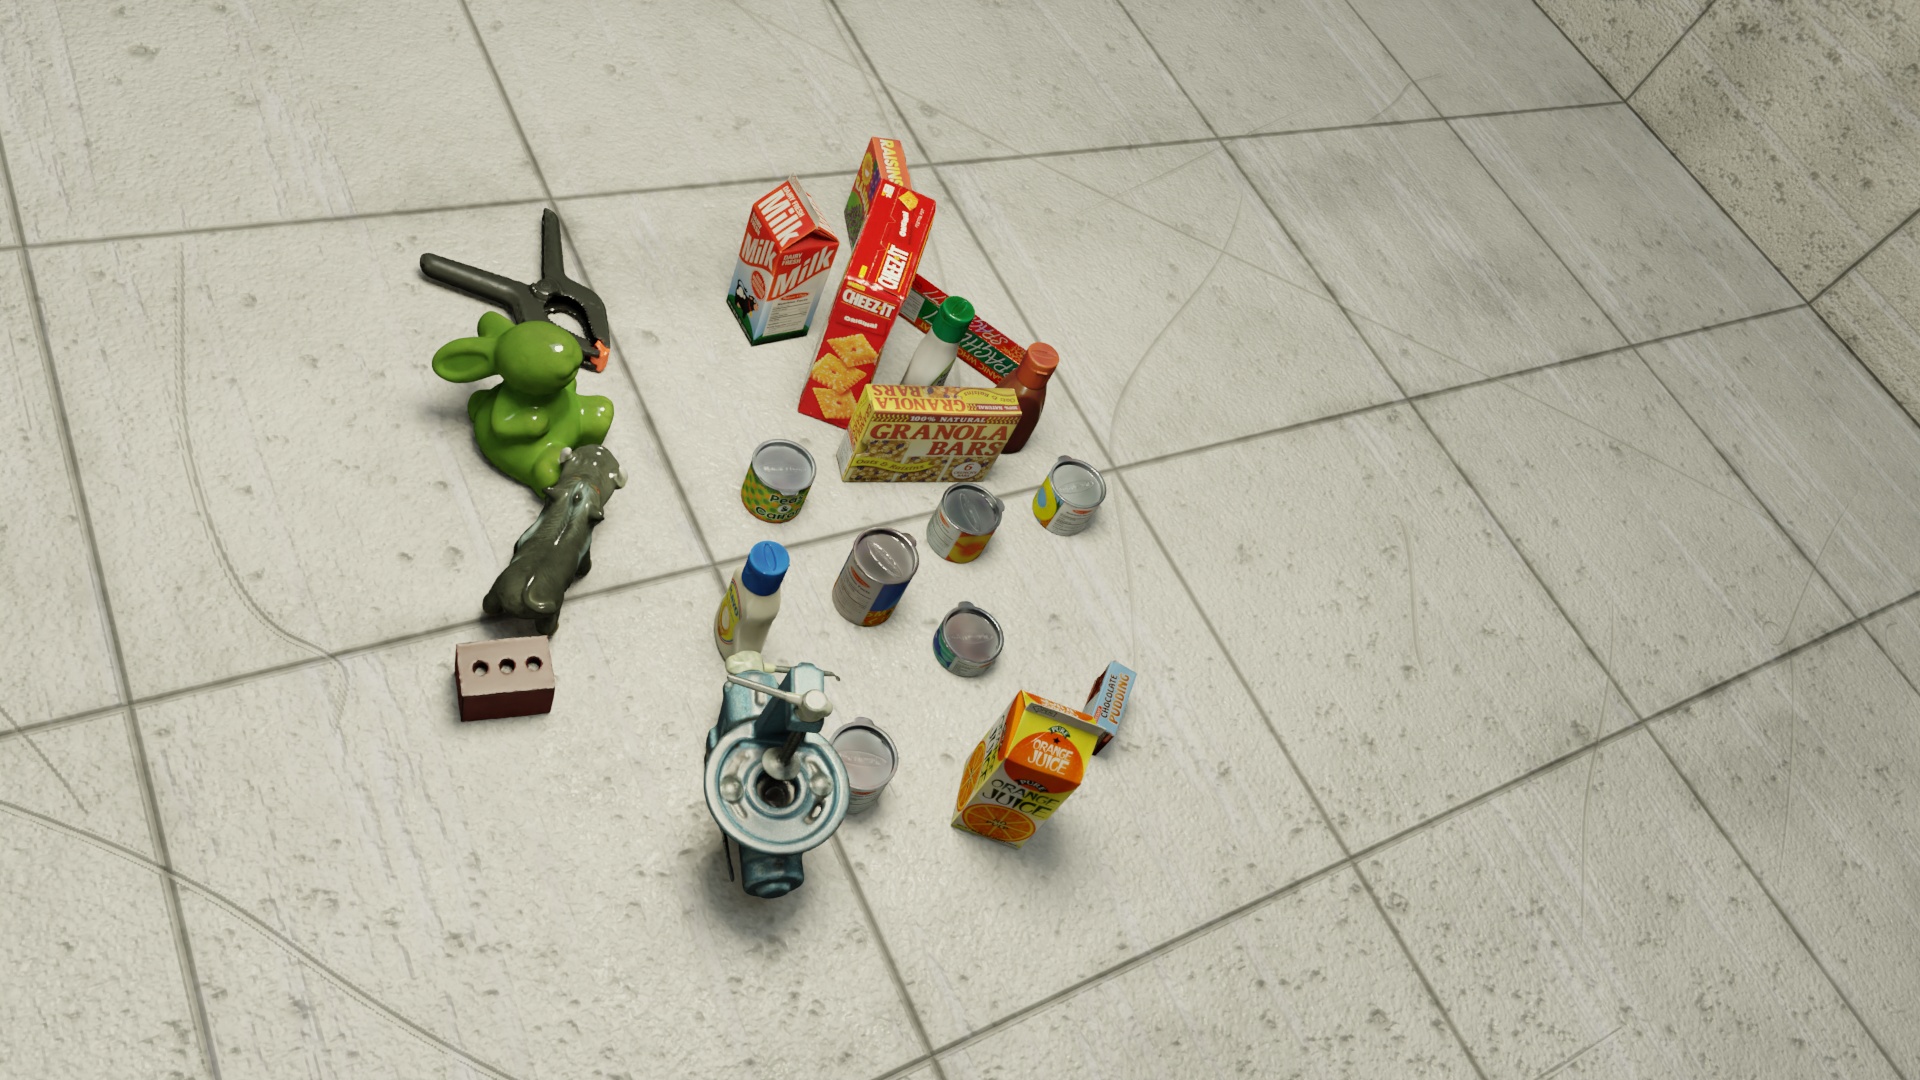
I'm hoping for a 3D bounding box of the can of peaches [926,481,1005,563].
[{"bbox_3d":[0.005,-0.018,1.454,0.071,0.057,0.071,11,53,-15],"label":"can of peaches"}]

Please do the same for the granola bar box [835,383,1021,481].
[{"bbox_3d":[-0.034,-0.110,1.460,0.166,0.123,0.039,-1,57,-23],"label":"granola bar box"}]

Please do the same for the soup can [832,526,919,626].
[{"bbox_3d":[-0.082,0.035,1.363,0.071,0.083,0.072,11,53,-15],"label":"soup can"}]

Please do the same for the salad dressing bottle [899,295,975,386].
[{"bbox_3d":[-0.025,-0.205,1.516,0.044,0.146,0.064,36,51,4],"label":"salad dressing bottle"}]

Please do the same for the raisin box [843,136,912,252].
[{"bbox_3d":[-0.098,-0.401,1.640,0.040,0.122,0.086,2,56,-22],"label":"raisin box"}]

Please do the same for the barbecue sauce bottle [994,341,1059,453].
[{"bbox_3d":[0.064,-0.155,1.518,0.065,0.147,0.044,10,54,-16],"label":"barbecue sauce bottle"}]

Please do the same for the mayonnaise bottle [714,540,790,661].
[{"bbox_3d":[-0.190,0.054,1.263,0.041,0.147,0.065,-5,59,-25],"label":"mayonnaise bottle"}]

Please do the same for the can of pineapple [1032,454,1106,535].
[{"bbox_3d":[0.118,-0.049,1.523,0.071,0.057,0.071,11,53,-15],"label":"can of pineapple"}]

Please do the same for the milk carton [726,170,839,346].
[{"bbox_3d":[-0.188,-0.301,1.489,0.074,0.189,0.072,-16,65,-31],"label":"milk carton"}]

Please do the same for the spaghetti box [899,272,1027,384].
[{"bbox_3d":[-0.019,-0.257,1.618,0.250,0.050,0.029,36,51,4],"label":"spaghetti box"}]

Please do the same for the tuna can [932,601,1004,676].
[{"bbox_3d":[0.007,0.099,1.388,0.071,0.032,0.071,11,53,-15],"label":"tuna can"}]

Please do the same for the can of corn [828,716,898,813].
[{"bbox_3d":[-0.095,0.204,1.254,0.071,0.058,0.071,11,53,-15],"label":"can of corn"}]

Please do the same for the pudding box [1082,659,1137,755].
[{"bbox_3d":[0.144,0.166,1.386,0.030,0.049,0.084,28,51,-2],"label":"pudding box"}]

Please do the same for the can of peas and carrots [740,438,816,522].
[{"bbox_3d":[-0.184,-0.058,1.402,0.071,0.058,0.071,11,53,-15],"label":"can of peas and carrots"}]

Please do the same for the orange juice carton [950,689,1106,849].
[{"bbox_3d":[0.060,0.198,1.237,0.072,0.191,0.073,21,51,-8],"label":"orange juice carton"}]
